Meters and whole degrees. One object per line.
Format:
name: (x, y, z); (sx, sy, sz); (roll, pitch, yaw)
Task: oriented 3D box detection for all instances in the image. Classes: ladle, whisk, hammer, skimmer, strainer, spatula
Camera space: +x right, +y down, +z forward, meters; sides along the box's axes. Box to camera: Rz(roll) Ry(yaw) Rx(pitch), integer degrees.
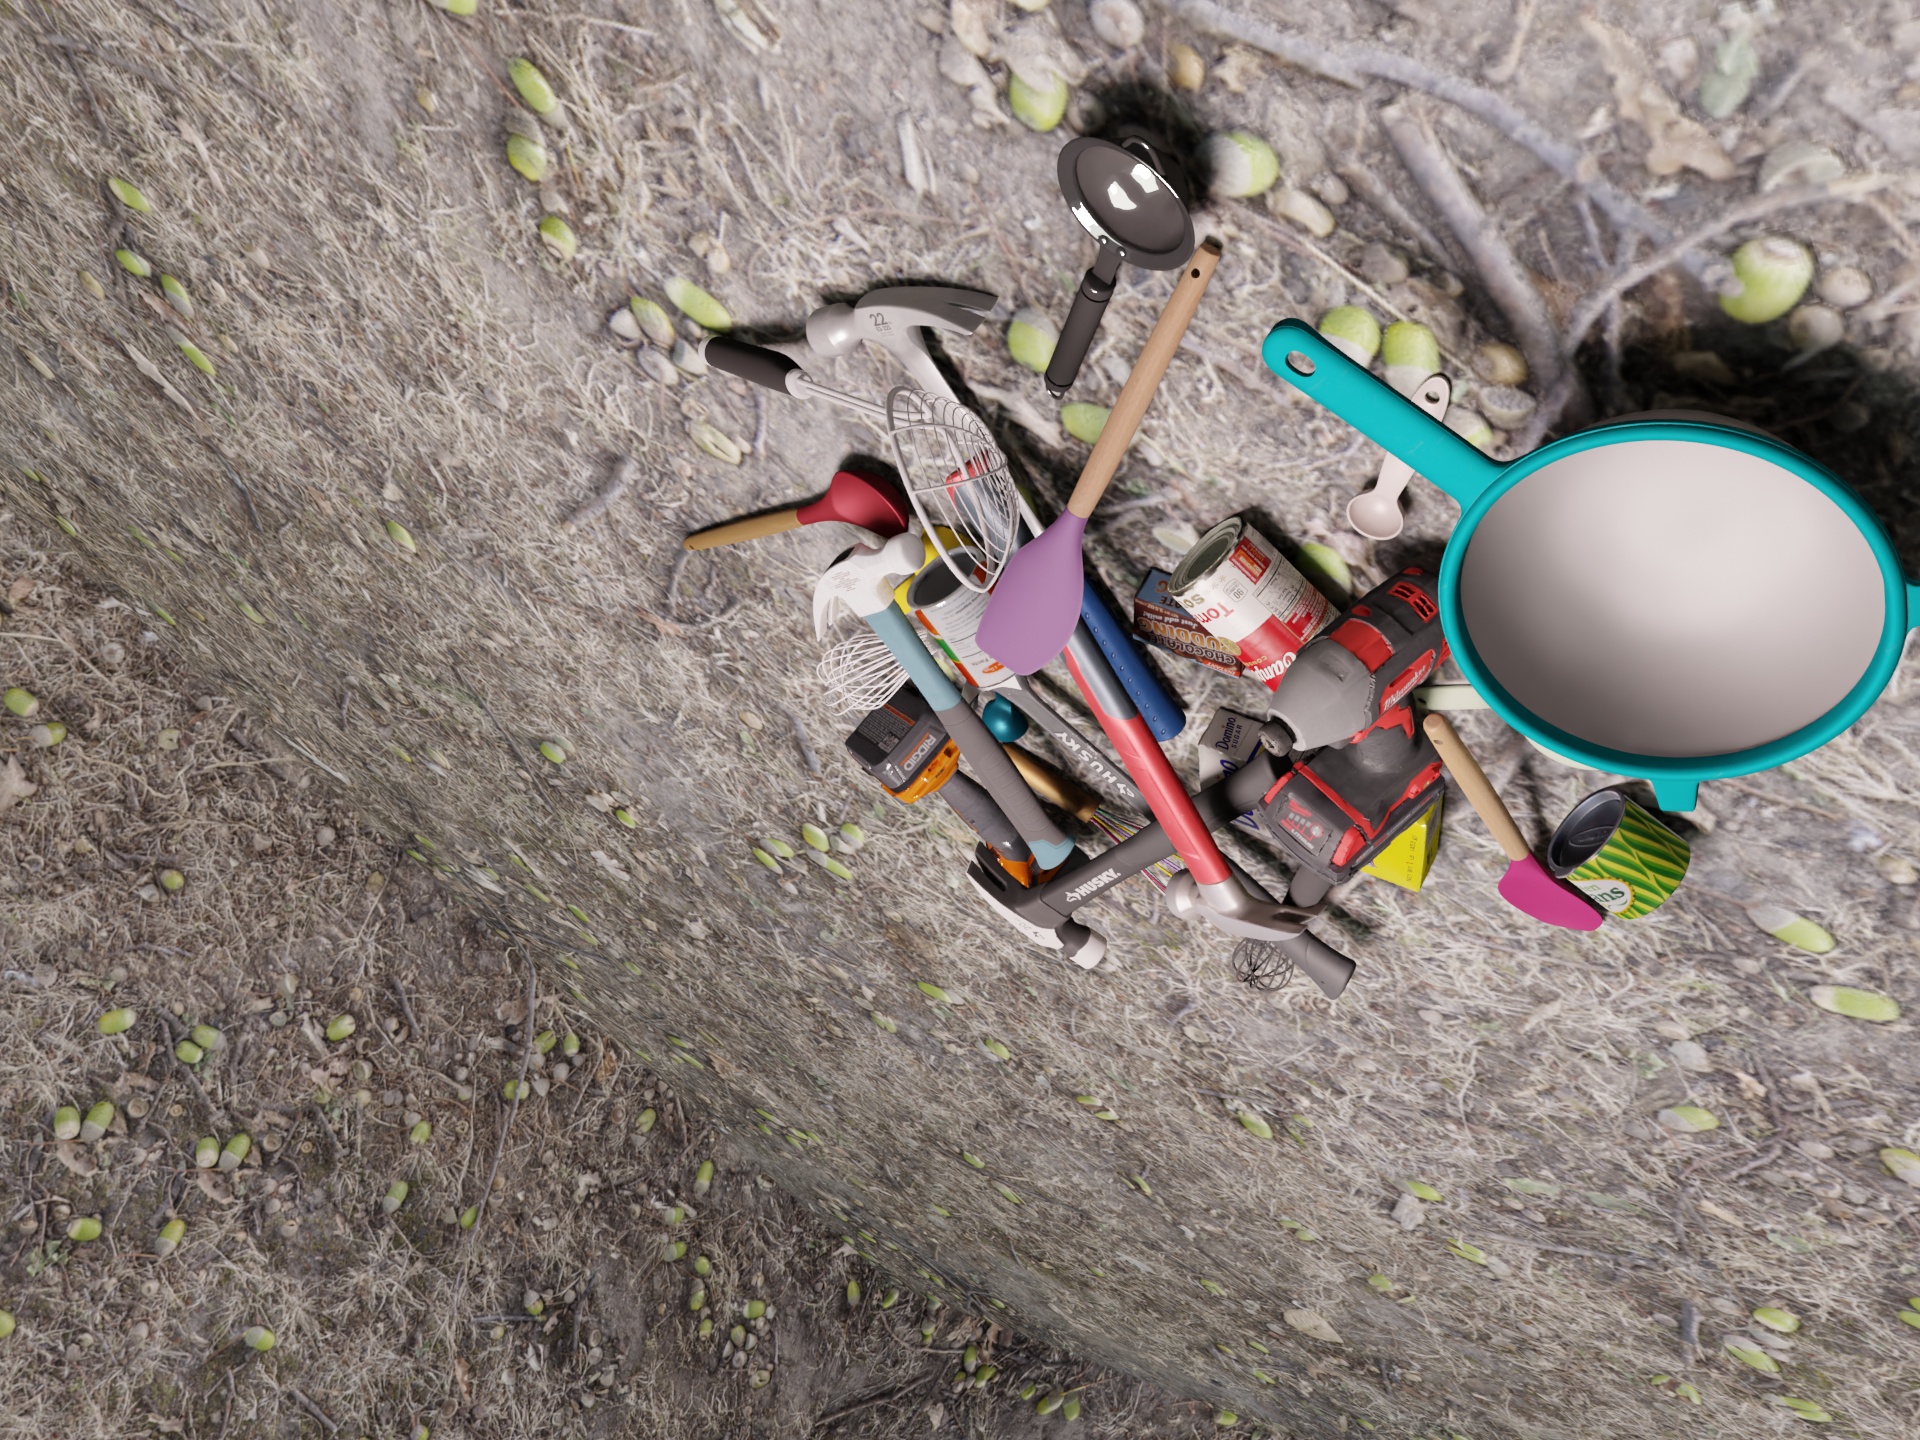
ladle: (-0.140, -0.159, 1.278); (0.315, 0.031, 0.069); (-2, 133, 51)
whisk: (0.278, 0.170, 1.342); (0.055, 0.055, 0.238); (27, 147, 11)
hammer: (0.164, 0.086, 1.285); (0.409, 0.036, 0.149); (42, 145, -6)
whisk: (-0.032, -0.063, 1.293); (0.070, 0.070, 0.284); (43, 145, -18)
hammer: (0.055, -0.132, 1.107); (0.144, 0.035, 0.405); (1, 138, 46)
skimmer: (-0.088, -0.183, 1.017); (0.364, 0.090, 0.127); (30, 166, 45)
strainer: (0.079, -0.251, 0.889); (0.087, 0.050, 0.258); (38, 158, 4)
spatula: (0.083, -0.145, 0.956); (0.060, 0.018, 0.315); (34, 131, 9)
strainer: (0.306, -0.114, 0.806); (0.340, 0.095, 0.211); (35, 138, 1)
hammer: (-0.002, -0.004, 1.264); (0.128, 0.033, 0.330); (-11, 125, 41)
hammer: (0.110, -0.011, 1.069); (0.386, 0.038, 0.143); (58, 157, -17)
whisk: (0.134, 0.093, 1.379); (0.245, 0.047, 0.051); (34, 141, 9)
hammer: (0.137, 0.098, 1.234); (0.146, 0.035, 0.334); (35, 141, -14)

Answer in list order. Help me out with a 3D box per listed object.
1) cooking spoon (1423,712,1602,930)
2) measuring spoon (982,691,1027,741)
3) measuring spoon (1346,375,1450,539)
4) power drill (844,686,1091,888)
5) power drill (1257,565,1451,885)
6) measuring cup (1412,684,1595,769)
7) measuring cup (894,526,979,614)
cooking spoon: (0.367, 0.076, 1.065); (0.069, 0.017, 0.318); (8, 156, 40)
measuring spoon: (0.031, -0.020, 1.322); (0.042, 0.021, 0.128); (22, 150, 20)
measuring spoon: (0.252, -0.150, 0.900); (0.034, 0.018, 0.124); (28, 145, 11)
power drill: (0.007, 0.071, 1.415); (0.226, 0.084, 0.164); (42, 175, -22)
power drill: (0.246, 0.010, 1.001); (0.079, 0.143, 0.219); (44, 166, 29)
measuring cup: (0.348, -0.002, 1.002); (0.168, 0.038, 0.083); (1, 138, 47)
measuring cup: (-0.032, -0.103, 1.247); (0.062, 0.029, 0.156); (39, 150, -10)
